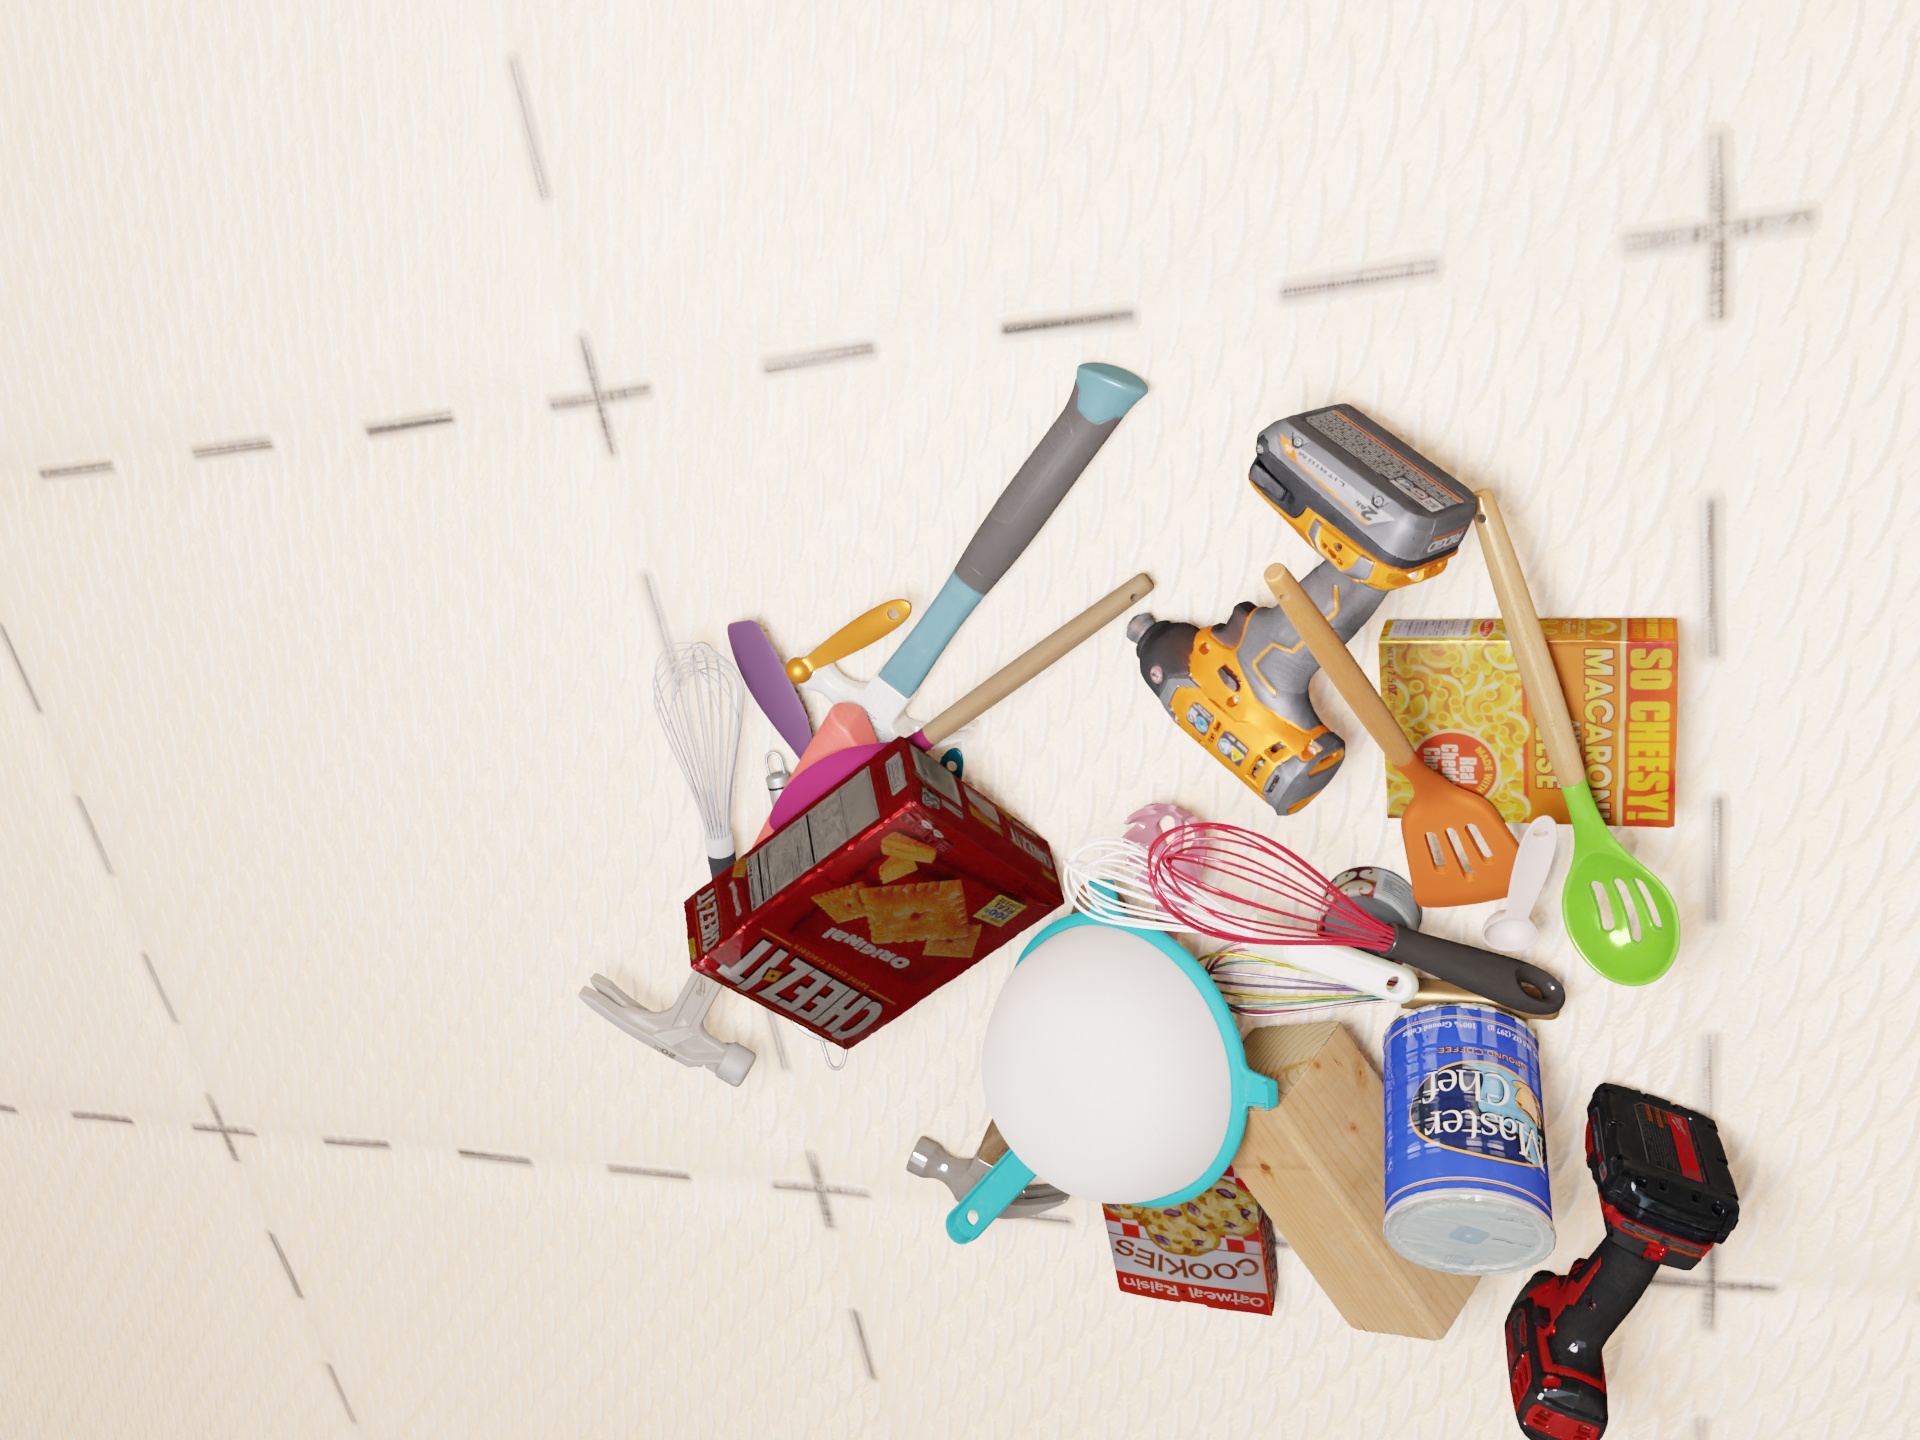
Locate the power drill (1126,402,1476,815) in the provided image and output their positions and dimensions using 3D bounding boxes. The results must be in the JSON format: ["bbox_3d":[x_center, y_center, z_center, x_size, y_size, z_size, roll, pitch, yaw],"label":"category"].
[{"bbox_3d":[0.190,-0.073,0.957,0.164,0.084,0.226,44,133,26],"label":"power drill"}]

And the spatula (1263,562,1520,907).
[{"bbox_3d":[0.247,0.015,0.916,0.081,0.041,0.322,-15,139,30],"label":"spatula"}]

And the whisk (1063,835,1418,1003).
[{"bbox_3d":[0.184,0.136,1.050,0.246,0.059,0.058,20,95,4],"label":"whisk"}]

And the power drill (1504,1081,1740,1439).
[{"bbox_3d":[0.426,0.361,1.058,0.078,0.143,0.219,19,114,8],"label":"power drill"}]

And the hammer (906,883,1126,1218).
[{"bbox_3d":[0.060,0.259,1.217,0.130,0.031,0.331,25,121,10],"label":"hammer"}]

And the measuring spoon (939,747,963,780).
[{"bbox_3d":[-0.017,0.075,1.171,0.042,0.021,0.128,21,112,11],"label":"measuring spoon"}]

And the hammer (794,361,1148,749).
[{"bbox_3d":[0.013,-0.104,1.056,0.128,0.033,0.331,39,123,2],"label":"hammer"}]

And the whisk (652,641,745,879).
[{"bbox_3d":[-0.189,0.066,1.214,0.070,0.070,0.284,9,122,18],"label":"whisk"}]

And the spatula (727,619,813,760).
[{"bbox_3d":[-0.095,0.065,1.191,0.060,0.018,0.315,-5,116,52],"label":"spatula"}]

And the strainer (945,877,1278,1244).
[{"bbox_3d":[0.054,0.286,1.121,0.211,0.095,0.340,51,126,24],"label":"strainer"}]

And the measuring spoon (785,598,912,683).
[{"bbox_3d":[-0.079,-0.054,1.093,0.117,0.011,0.021,-28,100,31],"label":"measuring spoon"}]

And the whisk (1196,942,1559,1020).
[{"bbox_3d":[0.278,0.182,1.083,0.245,0.051,0.047,2,110,18],"label":"whisk"}]

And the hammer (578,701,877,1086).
[{"bbox_3d":[-0.163,0.125,1.192,0.149,0.037,0.359,30,121,0],"label":"hammer"}]

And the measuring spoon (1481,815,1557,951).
[{"bbox_3d":[0.346,0.097,0.975,0.034,0.018,0.124,5,134,8],"label":"measuring spoon"}]

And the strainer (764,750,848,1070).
[{"bbox_3d":[-0.115,0.144,1.229,0.087,0.050,0.258,-6,106,20],"label":"strainer"}]

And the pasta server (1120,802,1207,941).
[{"bbox_3d":[0.143,0.191,1.145,0.060,0.040,0.316,14,121,25],"label":"pasta server"}]

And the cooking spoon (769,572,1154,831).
[{"bbox_3d":[-0.002,-0.003,1.073,0.319,0.017,0.068,-36,125,18],"label":"cooking spoon"}]

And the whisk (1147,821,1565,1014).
[{"bbox_3d":[0.254,0.132,1.008,0.295,0.073,0.073,20,123,-9],"label":"whisk"}]

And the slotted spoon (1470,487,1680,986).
[{"bbox_3d":[0.351,0.012,0.927,0.070,0.031,0.313,-10,108,46],"label":"slotted spoon"}]
